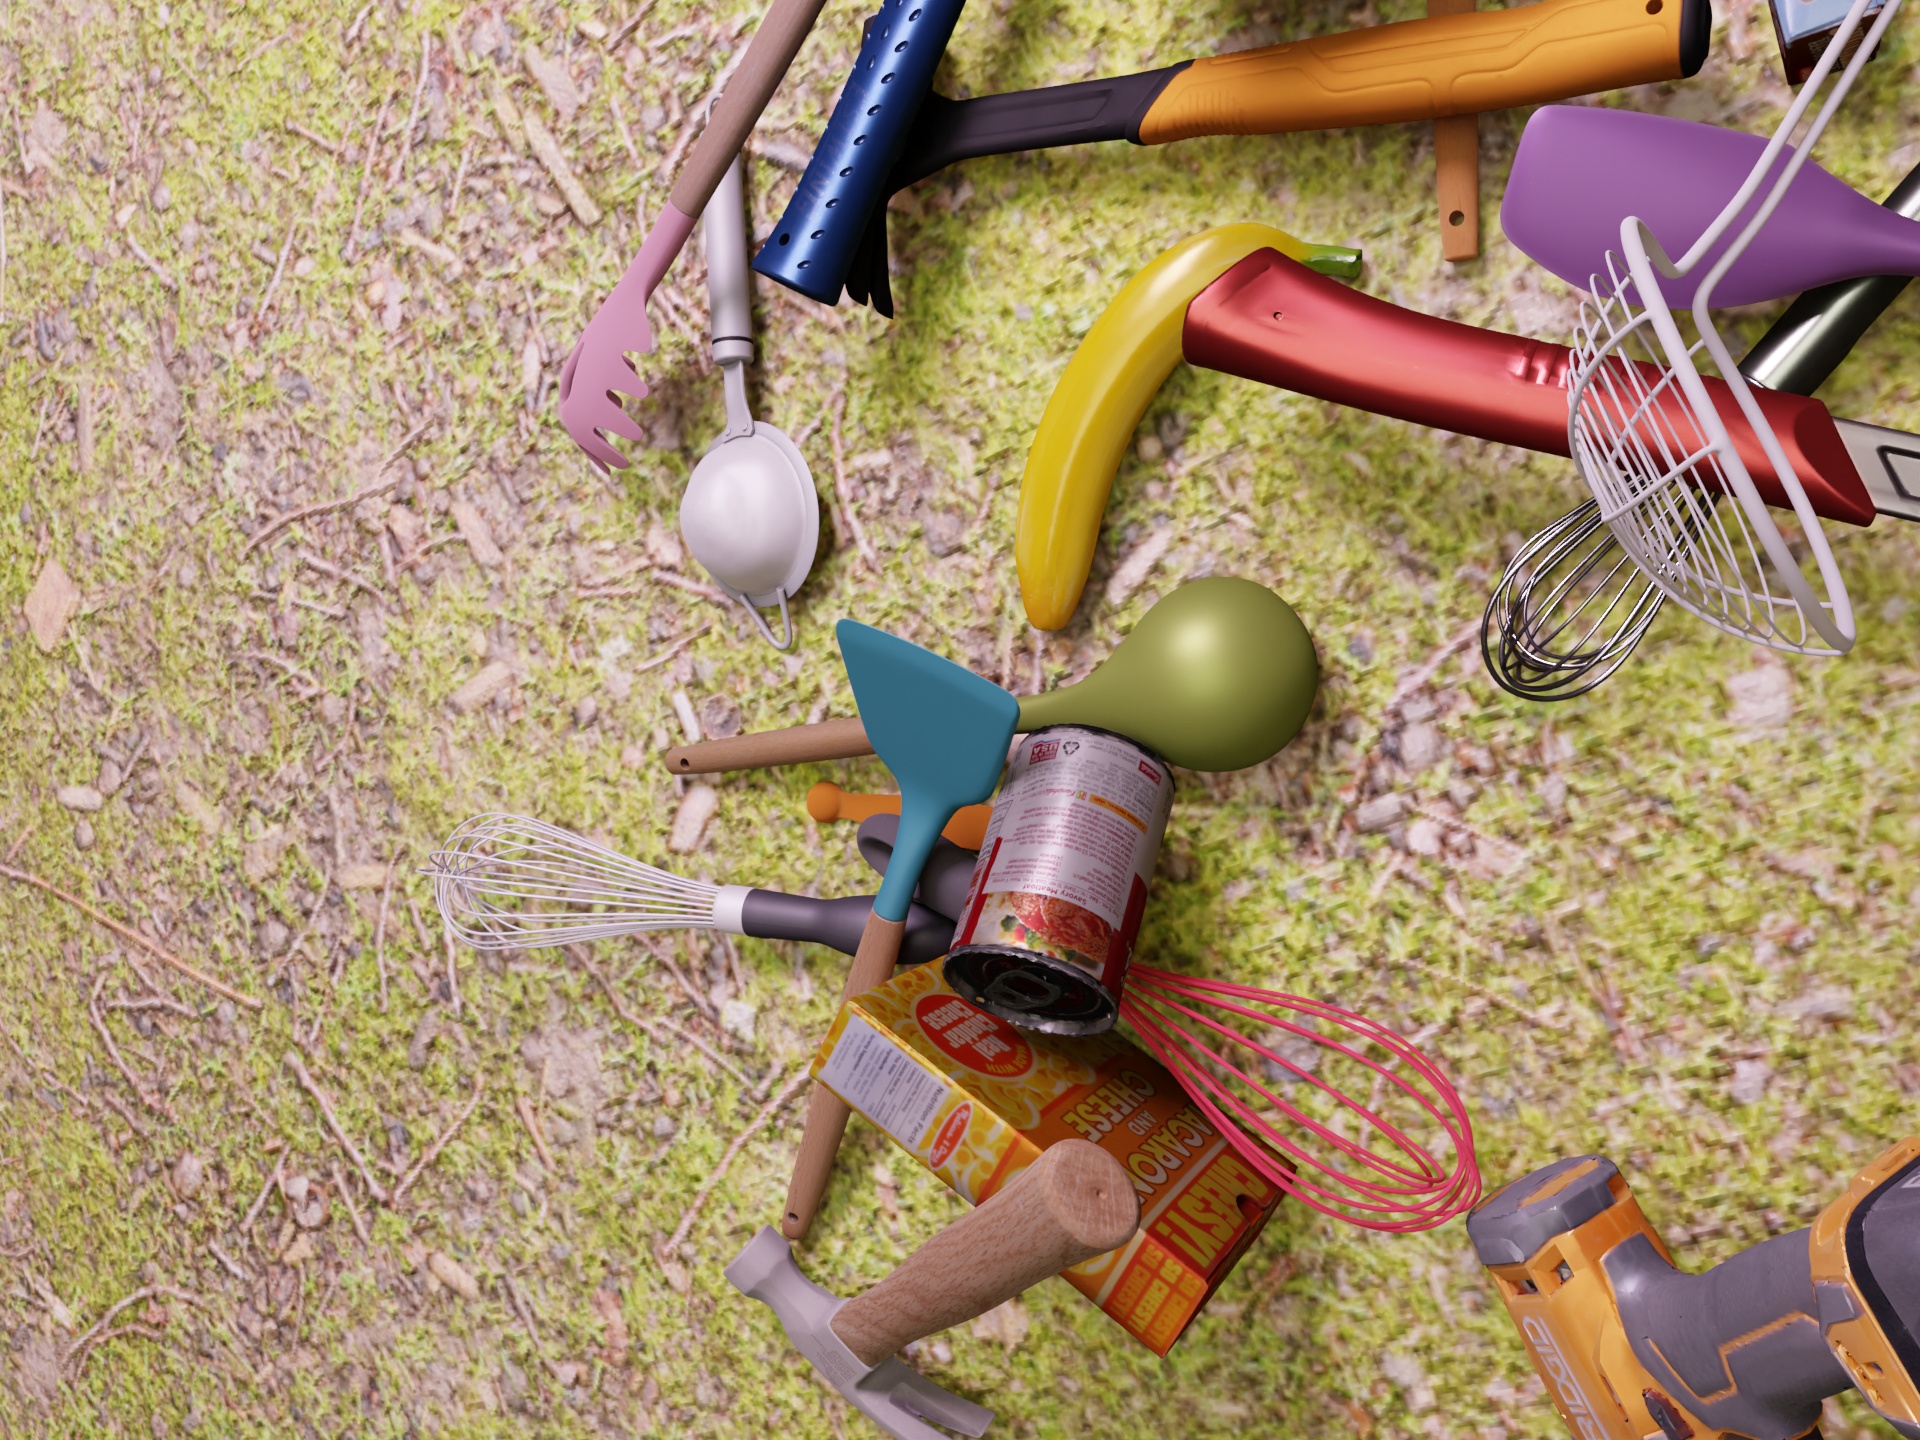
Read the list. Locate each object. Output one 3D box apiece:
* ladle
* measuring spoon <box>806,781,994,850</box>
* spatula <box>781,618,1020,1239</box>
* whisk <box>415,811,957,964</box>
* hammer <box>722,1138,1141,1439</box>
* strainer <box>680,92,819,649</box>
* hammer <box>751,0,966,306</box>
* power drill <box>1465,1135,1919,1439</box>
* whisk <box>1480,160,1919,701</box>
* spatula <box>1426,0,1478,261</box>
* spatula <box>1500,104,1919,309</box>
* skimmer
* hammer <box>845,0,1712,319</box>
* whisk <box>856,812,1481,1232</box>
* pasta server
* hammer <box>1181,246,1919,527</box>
[{"bbox_3d":[-0.001,-0.002,0.692,0.320,0.062,0.078,-8,107,33],"label":"ladle"},{"bbox_3d":[-0.020,0.044,0.714,0.117,0.011,0.021,8,96,26],"label":"measuring spoon"},{"bbox_3d":[-0.043,0.106,0.677,0.082,0.044,0.317,25,116,19],"label":"spatula"},{"bbox_3d":[-0.133,0.086,0.751,0.285,0.070,0.070,5,95,20],"label":"whisk"},{"bbox_3d":[-0.008,0.219,0.607,0.130,0.031,0.331,43,147,7],"label":"hammer"},{"bbox_3d":[-0.107,-0.161,0.731,0.087,0.050,0.258,-6,87,41],"label":"strainer"},{"bbox_3d":[0.022,-0.356,0.625,0.144,0.035,0.405,30,99,29],"label":"hammer"},{"bbox_3d":[0.272,0.221,0.491,0.185,0.084,0.226,63,155,12],"label":"power drill"},{"bbox_3d":[0.271,-0.105,0.548,0.059,0.058,0.246,33,107,-15],"label":"whisk"},{"bbox_3d":[0.181,-0.334,0.589,0.081,0.041,0.322,-1,97,27],"label":"spatula"},{"bbox_3d":[0.331,-0.138,0.496,0.316,0.018,0.059,17,108,17],"label":"spatula"},{"bbox_3d":[0.276,-0.185,0.448,0.363,0.127,0.090,-57,32,-10],"label":"skimmer"},{"bbox_3d":[0.100,-0.231,0.605,0.337,0.034,0.127,3,87,31],"label":"hammer"},{"bbox_3d":[0.073,0.110,0.646,0.296,0.073,0.073,28,105,26],"label":"whisk"},{"bbox_3d":[-0.097,-0.237,0.675,0.316,0.040,0.060,-51,35,28],"label":"pasta server"},{"bbox_3d":[0.243,-0.083,0.515,0.359,0.036,0.149,18,98,20],"label":"hammer"}]
